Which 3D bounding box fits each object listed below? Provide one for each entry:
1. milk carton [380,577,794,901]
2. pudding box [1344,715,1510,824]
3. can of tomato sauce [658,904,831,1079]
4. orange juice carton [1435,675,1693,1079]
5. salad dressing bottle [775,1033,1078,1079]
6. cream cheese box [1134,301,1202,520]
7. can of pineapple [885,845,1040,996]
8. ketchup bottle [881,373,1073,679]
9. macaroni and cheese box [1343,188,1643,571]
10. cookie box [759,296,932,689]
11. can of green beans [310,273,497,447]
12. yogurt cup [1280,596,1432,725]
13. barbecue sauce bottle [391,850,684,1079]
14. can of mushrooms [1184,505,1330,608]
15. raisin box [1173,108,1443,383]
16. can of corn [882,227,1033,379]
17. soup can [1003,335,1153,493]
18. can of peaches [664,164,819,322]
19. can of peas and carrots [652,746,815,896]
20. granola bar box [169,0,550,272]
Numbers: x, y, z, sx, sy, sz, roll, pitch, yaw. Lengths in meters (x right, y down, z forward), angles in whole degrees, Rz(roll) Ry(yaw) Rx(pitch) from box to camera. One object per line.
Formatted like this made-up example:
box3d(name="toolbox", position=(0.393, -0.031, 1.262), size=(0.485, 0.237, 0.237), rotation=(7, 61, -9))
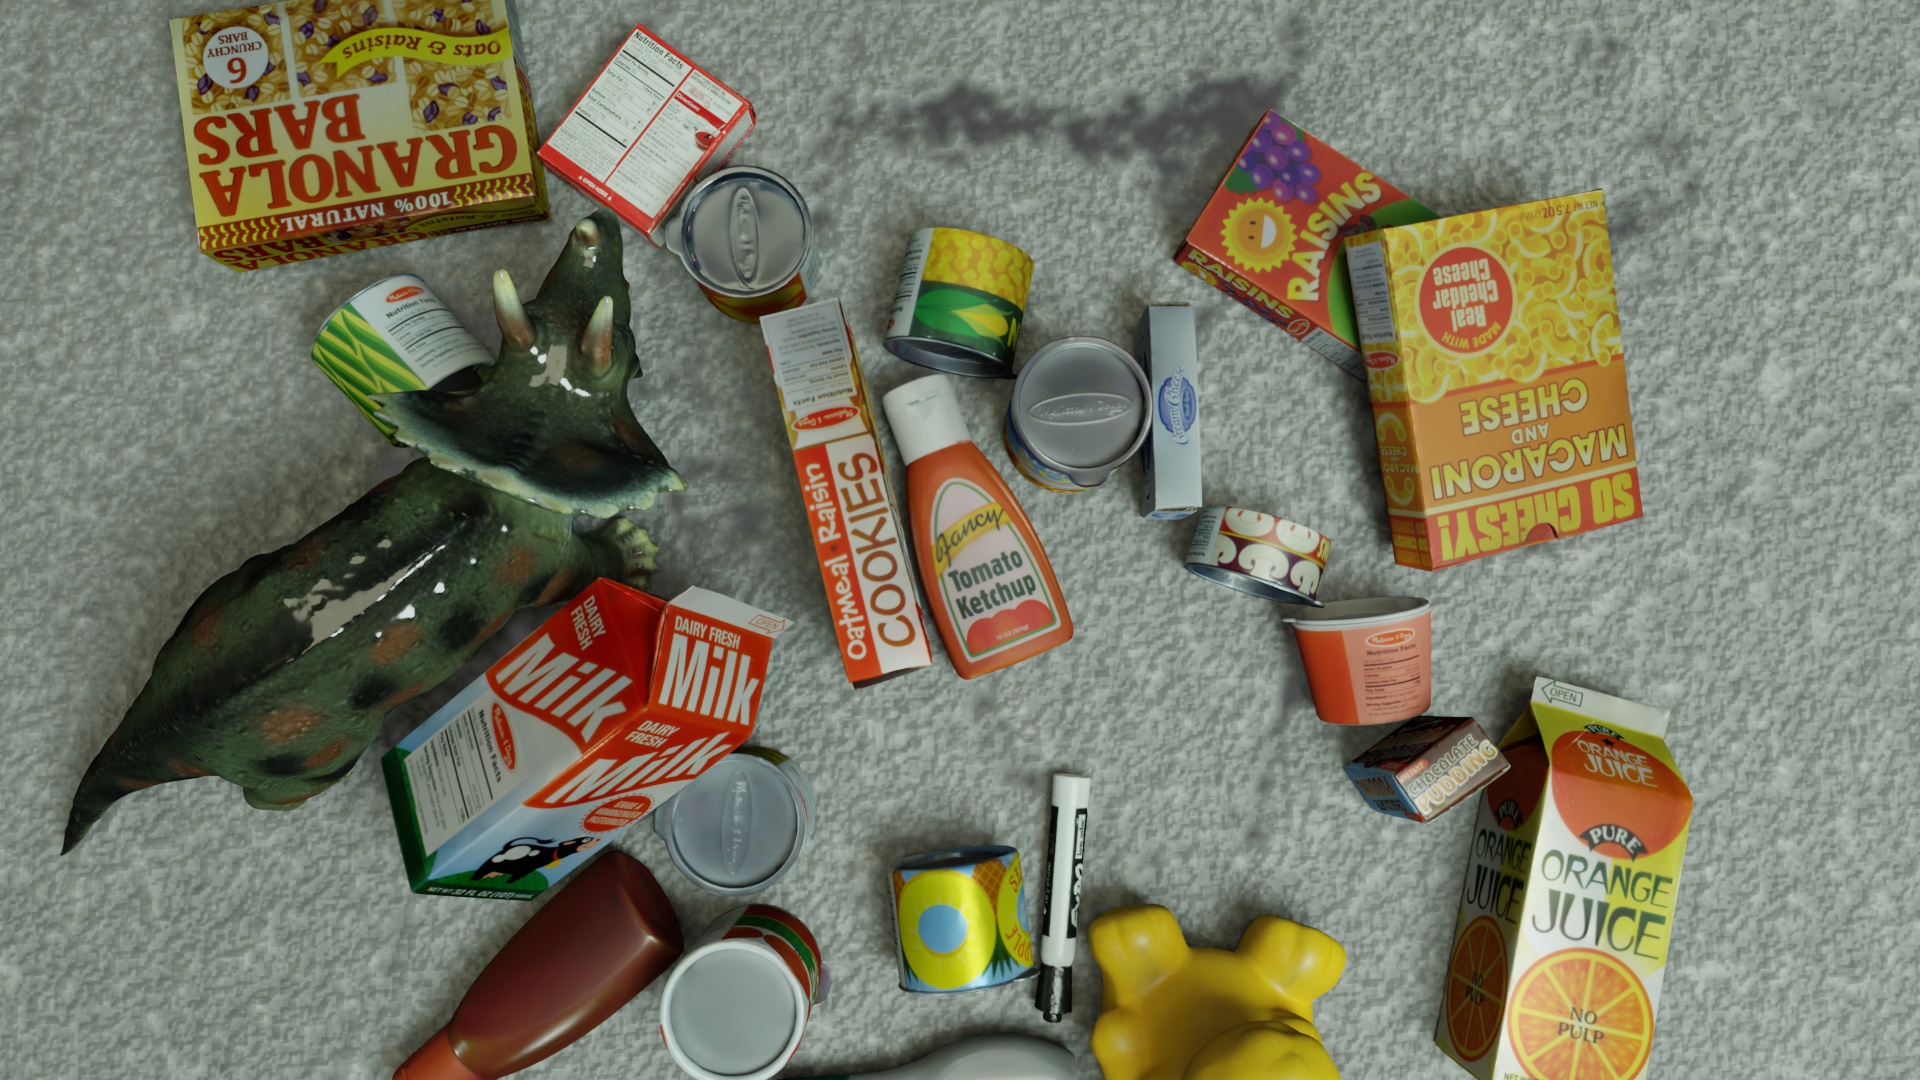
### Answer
box3d(name="milk carton", position=(-0.165, 0.083, 0.628), size=(0.190, 0.072, 0.074), rotation=(-38, 59, 16))
box3d(name="pudding box", position=(0.223, 0.110, 0.672), size=(0.050, 0.083, 0.030), rotation=(-34, 84, -3))
box3d(name="can of tomato sauce", position=(-0.100, 0.213, 0.653), size=(0.071, 0.083, 0.071), rotation=(0, 85, -1))
box3d(name="orange juice carton", position=(0.295, 0.168, 0.673), size=(0.072, 0.073, 0.193), rotation=(13, 84, 0))
box3d(name="salad dressing bottle", position=(-0.017, 0.274, 0.670), size=(0.148, 0.044, 0.064), rotation=(-3, 87, -1))
box3d(name="cream cheese box", position=(0.104, -0.063, 0.700), size=(0.024, 0.053, 0.104), rotation=(-2, 85, 0))
box3d(name="can of pineapple", position=(0.001, 0.181, 0.667), size=(0.071, 0.071, 0.058), rotation=(-7, 85, -2))
box3d(name="ketchup bottle", position=(0.002, -0.009, 0.697), size=(0.065, 0.043, 0.149), rotation=(-21, 85, -3))
box3d(name="macaroni and cheese box", position=(0.264, -0.079, 0.686), size=(0.124, 0.040, 0.166), rotation=(-13, 97, -13))
box3d(name="cookie box", position=(-0.051, -0.016, 0.656), size=(0.040, 0.123, 0.167), rotation=(-14, 86, -2))
box3d(name="can of green beans", position=(-0.273, -0.088, 0.685), size=(0.071, 0.071, 0.058), rotation=(-43, 88, -5))
box3d(name="yogurt cup", position=(0.201, 0.059, 0.687), size=(0.072, 0.072, 0.054), rotation=(-9, 94, -2))
box3d(name="barbecue sauce bottle", position=(-0.204, 0.219, 0.665), size=(0.148, 0.043, 0.065), rotation=(-41, 50, 1))
box3d(name="can of mushrooms", position=(0.149, 0.008, 0.688), size=(0.071, 0.071, 0.033), rotation=(18, 84, 0))
box3d(name="raisin box", position=(0.185, -0.152, 0.718), size=(0.123, 0.040, 0.086), rotation=(32, 86, 0))
box3d(name="can of corn", position=(0.002, -0.118, 0.696), size=(0.071, 0.071, 0.058), rotation=(12, 85, 0))
box3d(name="soup can", position=(0.055, -0.057, 0.682), size=(0.071, 0.083, 0.071), rotation=(0, 85, -1))
box3d(name="can of peaches", position=(-0.108, -0.147, 0.699), size=(0.071, 0.058, 0.071), rotation=(0, 86, -1))
box3d(name="can of peas and carrots", position=(-0.108, 0.134, 0.672), size=(0.071, 0.058, 0.071), rotation=(0, 85, -1))
box3d(name="granola bar box", position=(-0.304, -0.214, 0.709), size=(0.166, 0.039, 0.124), rotation=(-10, 84, -3))
